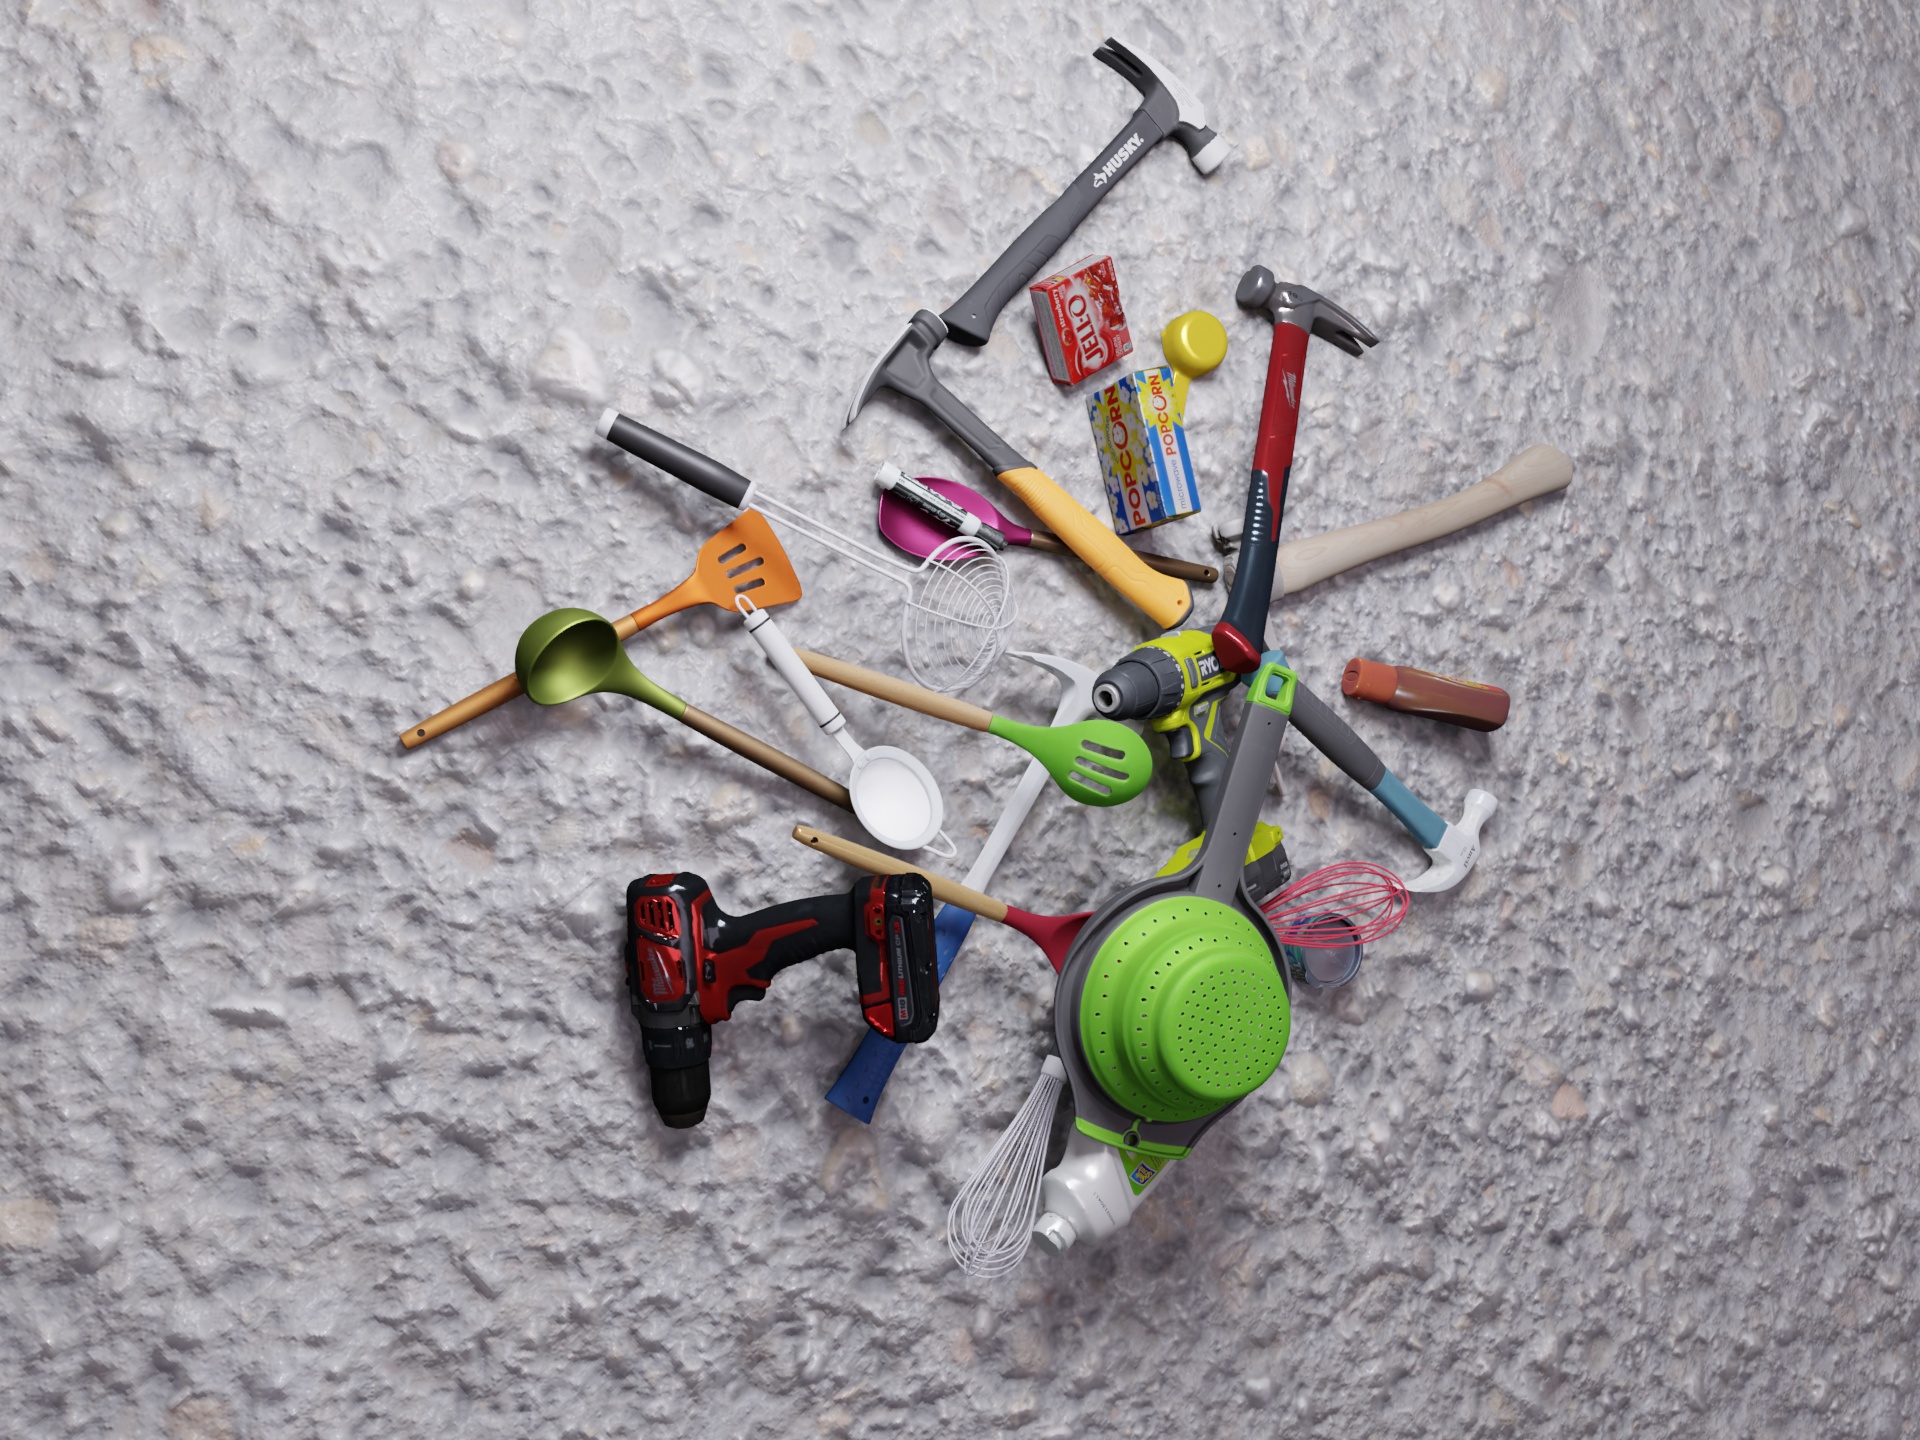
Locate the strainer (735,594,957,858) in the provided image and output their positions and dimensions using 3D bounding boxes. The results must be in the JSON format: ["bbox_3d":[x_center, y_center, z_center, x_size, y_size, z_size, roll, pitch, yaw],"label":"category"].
[{"bbox_3d":[-0.094,0.009,1.220,0.258,0.050,0.087,54,44,-10],"label":"strainer"}]

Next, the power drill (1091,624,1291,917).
[{"bbox_3d":[0.188,0.042,1.314,0.190,0.080,0.228,-19,96,-52],"label":"power drill"}]

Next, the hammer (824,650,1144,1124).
[{"bbox_3d":[0.007,0.128,1.269,0.144,0.035,0.405,40,74,-34],"label":"hammer"}]

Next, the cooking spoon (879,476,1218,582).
[{"bbox_3d":[0.080,-0.149,1.344,0.318,0.017,0.069,9,81,-22],"label":"cooking spoon"}]

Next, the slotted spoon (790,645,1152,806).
[{"bbox_3d":[-0.002,-0.004,1.232,0.314,0.031,0.070,19,104,3],"label":"slotted spoon"}]

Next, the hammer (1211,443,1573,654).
[{"bbox_3d":[0.420,-0.170,1.484,0.410,0.038,0.146,-21,96,-24],"label":"hammer"}]

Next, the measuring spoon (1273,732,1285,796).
[{"bbox_3d":[0.276,0.034,1.373,0.018,0.124,0.034,-14,59,11],"label":"measuring spoon"}]

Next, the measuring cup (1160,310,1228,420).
[{"bbox_3d":[0.198,-0.288,1.398,0.062,0.029,0.156,19,77,-21],"label":"measuring cup"}]

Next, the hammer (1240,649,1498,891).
[{"bbox_3d":[0.360,0.042,1.411,0.330,0.033,0.128,39,72,-29],"label":"hammer"}]

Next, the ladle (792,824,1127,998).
[{"bbox_3d":[0.011,0.142,1.229,0.315,0.031,0.069,24,91,-22],"label":"ladle"}]

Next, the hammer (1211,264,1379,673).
[{"bbox_3d":[0.283,-0.211,1.384,0.143,0.038,0.387,22,65,-21],"label":"hammer"}]

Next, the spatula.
[{"bbox_3d":[-0.265,-0.060,1.185,0.322,0.041,0.081,-30,95,-18],"label":"spatula"}]

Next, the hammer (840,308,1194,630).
[{"bbox_3d":[0.059,-0.185,1.311,0.336,0.034,0.127,39,65,-12],"label":"hammer"}]

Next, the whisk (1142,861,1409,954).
[{"bbox_3d":[0.246,0.173,1.341,0.295,0.073,0.073,-10,90,-16],"label":"whisk"}]

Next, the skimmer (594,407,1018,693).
[{"bbox_3d":[-0.116,-0.141,1.242,0.363,0.090,0.127,26,81,-12],"label":"skimmer"}]

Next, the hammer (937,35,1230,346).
[{"bbox_3d":[0.090,-0.442,1.362,0.146,0.035,0.335,45,71,-15],"label":"hammer"}]

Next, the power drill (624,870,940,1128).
[{"bbox_3d":[-0.130,0.200,1.162,0.226,0.080,0.188,-4,95,2],"label":"power drill"}]

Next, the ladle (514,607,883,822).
[{"bbox_3d":[-0.183,0.010,1.181,0.320,0.062,0.078,30,104,-28],"label":"ladle"}]

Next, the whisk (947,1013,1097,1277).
[{"bbox_3d":[0.064,0.312,1.285,0.070,0.070,0.285,33,69,-18],"label":"whisk"}]

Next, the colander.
[{"bbox_3d":[0.206,0.146,1.211,0.204,0.094,0.397,20,84,-20],"label":"colander"}]
